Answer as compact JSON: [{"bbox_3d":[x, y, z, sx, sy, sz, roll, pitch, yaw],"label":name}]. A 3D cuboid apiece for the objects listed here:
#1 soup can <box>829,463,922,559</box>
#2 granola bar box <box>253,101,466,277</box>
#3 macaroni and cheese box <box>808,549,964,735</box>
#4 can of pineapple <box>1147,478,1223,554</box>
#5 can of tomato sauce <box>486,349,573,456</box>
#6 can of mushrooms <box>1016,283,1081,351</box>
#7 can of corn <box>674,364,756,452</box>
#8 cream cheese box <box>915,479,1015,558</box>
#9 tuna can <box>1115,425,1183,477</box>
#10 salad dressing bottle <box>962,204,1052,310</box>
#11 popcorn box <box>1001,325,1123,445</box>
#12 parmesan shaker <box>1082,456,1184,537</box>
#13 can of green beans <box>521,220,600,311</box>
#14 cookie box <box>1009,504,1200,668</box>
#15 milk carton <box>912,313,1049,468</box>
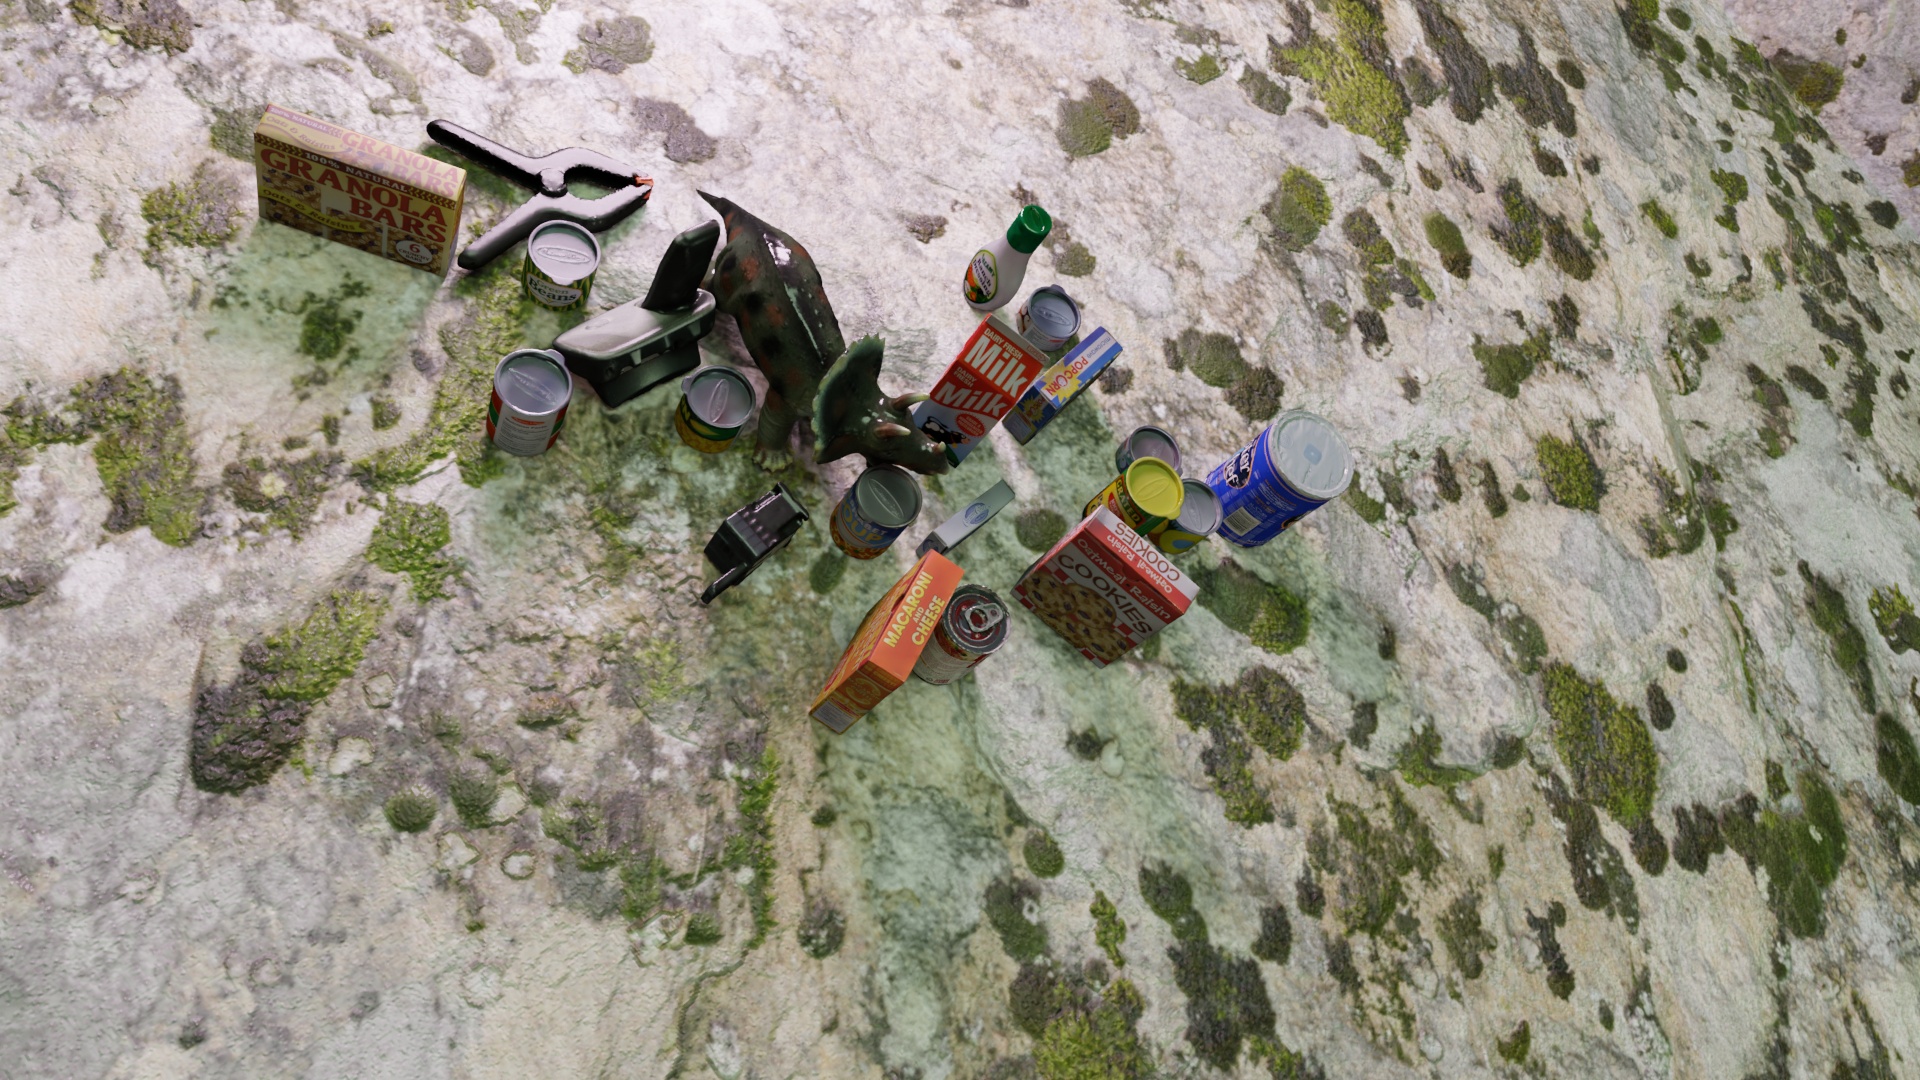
[{"bbox_3d":[-0.084,-0.025,1.323,0.071,0.083,0.071,10,64,-20],"label":"soup can"},{"bbox_3d":[-0.529,-0.307,1.228,0.165,0.123,0.039,17,61,-17],"label":"granola bar box"},{"bbox_3d":[-0.068,0.092,1.227,0.040,0.165,0.124,34,58,-7],"label":"macaroni and cheese box"},{"bbox_3d":[0.236,-0.026,1.484,0.071,0.057,0.071,10,64,-20],"label":"can of pineapple"},{"bbox_3d":[-0.383,-0.123,1.233,0.071,0.082,0.071,10,64,-20],"label":"can of tomato sauce"},{"bbox_3d":[0.098,-0.247,1.538,0.071,0.033,0.071,10,63,-20],"label":"can of mushrooms"},{"bbox_3d":[-0.236,-0.125,1.315,0.071,0.058,0.071,10,64,-20],"label":"can of corn"},{"bbox_3d":[0.005,-0.017,1.378,0.104,0.053,0.024,-37,86,-33],"label":"cream cheese box"},{"bbox_3d":[0.207,-0.087,1.514,0.071,0.032,0.071,10,63,-20],"label":"tuna can"},{"bbox_3d":[0.050,-0.300,1.473,0.044,0.147,0.064,-14,74,-29],"label":"salad dressing bottle"},{"bbox_3d":[0.108,-0.165,1.474,0.038,0.085,0.127,46,57,1],"label":"popcorn box"},{"bbox_3d":[0.178,-0.032,1.434,0.071,0.102,0.071,10,64,-20],"label":"parmesan shaker"},{"bbox_3d":[-0.378,-0.259,1.313,0.071,0.057,0.071,10,64,-20],"label":"can of green beans"},{"bbox_3d":[0.136,0.049,1.339,0.123,0.166,0.040,40,57,-3],"label":"cookie box"},{"bbox_3d":[0.019,-0.154,1.366,0.072,0.189,0.074,36,58,-6],"label":"milk carton"}]
